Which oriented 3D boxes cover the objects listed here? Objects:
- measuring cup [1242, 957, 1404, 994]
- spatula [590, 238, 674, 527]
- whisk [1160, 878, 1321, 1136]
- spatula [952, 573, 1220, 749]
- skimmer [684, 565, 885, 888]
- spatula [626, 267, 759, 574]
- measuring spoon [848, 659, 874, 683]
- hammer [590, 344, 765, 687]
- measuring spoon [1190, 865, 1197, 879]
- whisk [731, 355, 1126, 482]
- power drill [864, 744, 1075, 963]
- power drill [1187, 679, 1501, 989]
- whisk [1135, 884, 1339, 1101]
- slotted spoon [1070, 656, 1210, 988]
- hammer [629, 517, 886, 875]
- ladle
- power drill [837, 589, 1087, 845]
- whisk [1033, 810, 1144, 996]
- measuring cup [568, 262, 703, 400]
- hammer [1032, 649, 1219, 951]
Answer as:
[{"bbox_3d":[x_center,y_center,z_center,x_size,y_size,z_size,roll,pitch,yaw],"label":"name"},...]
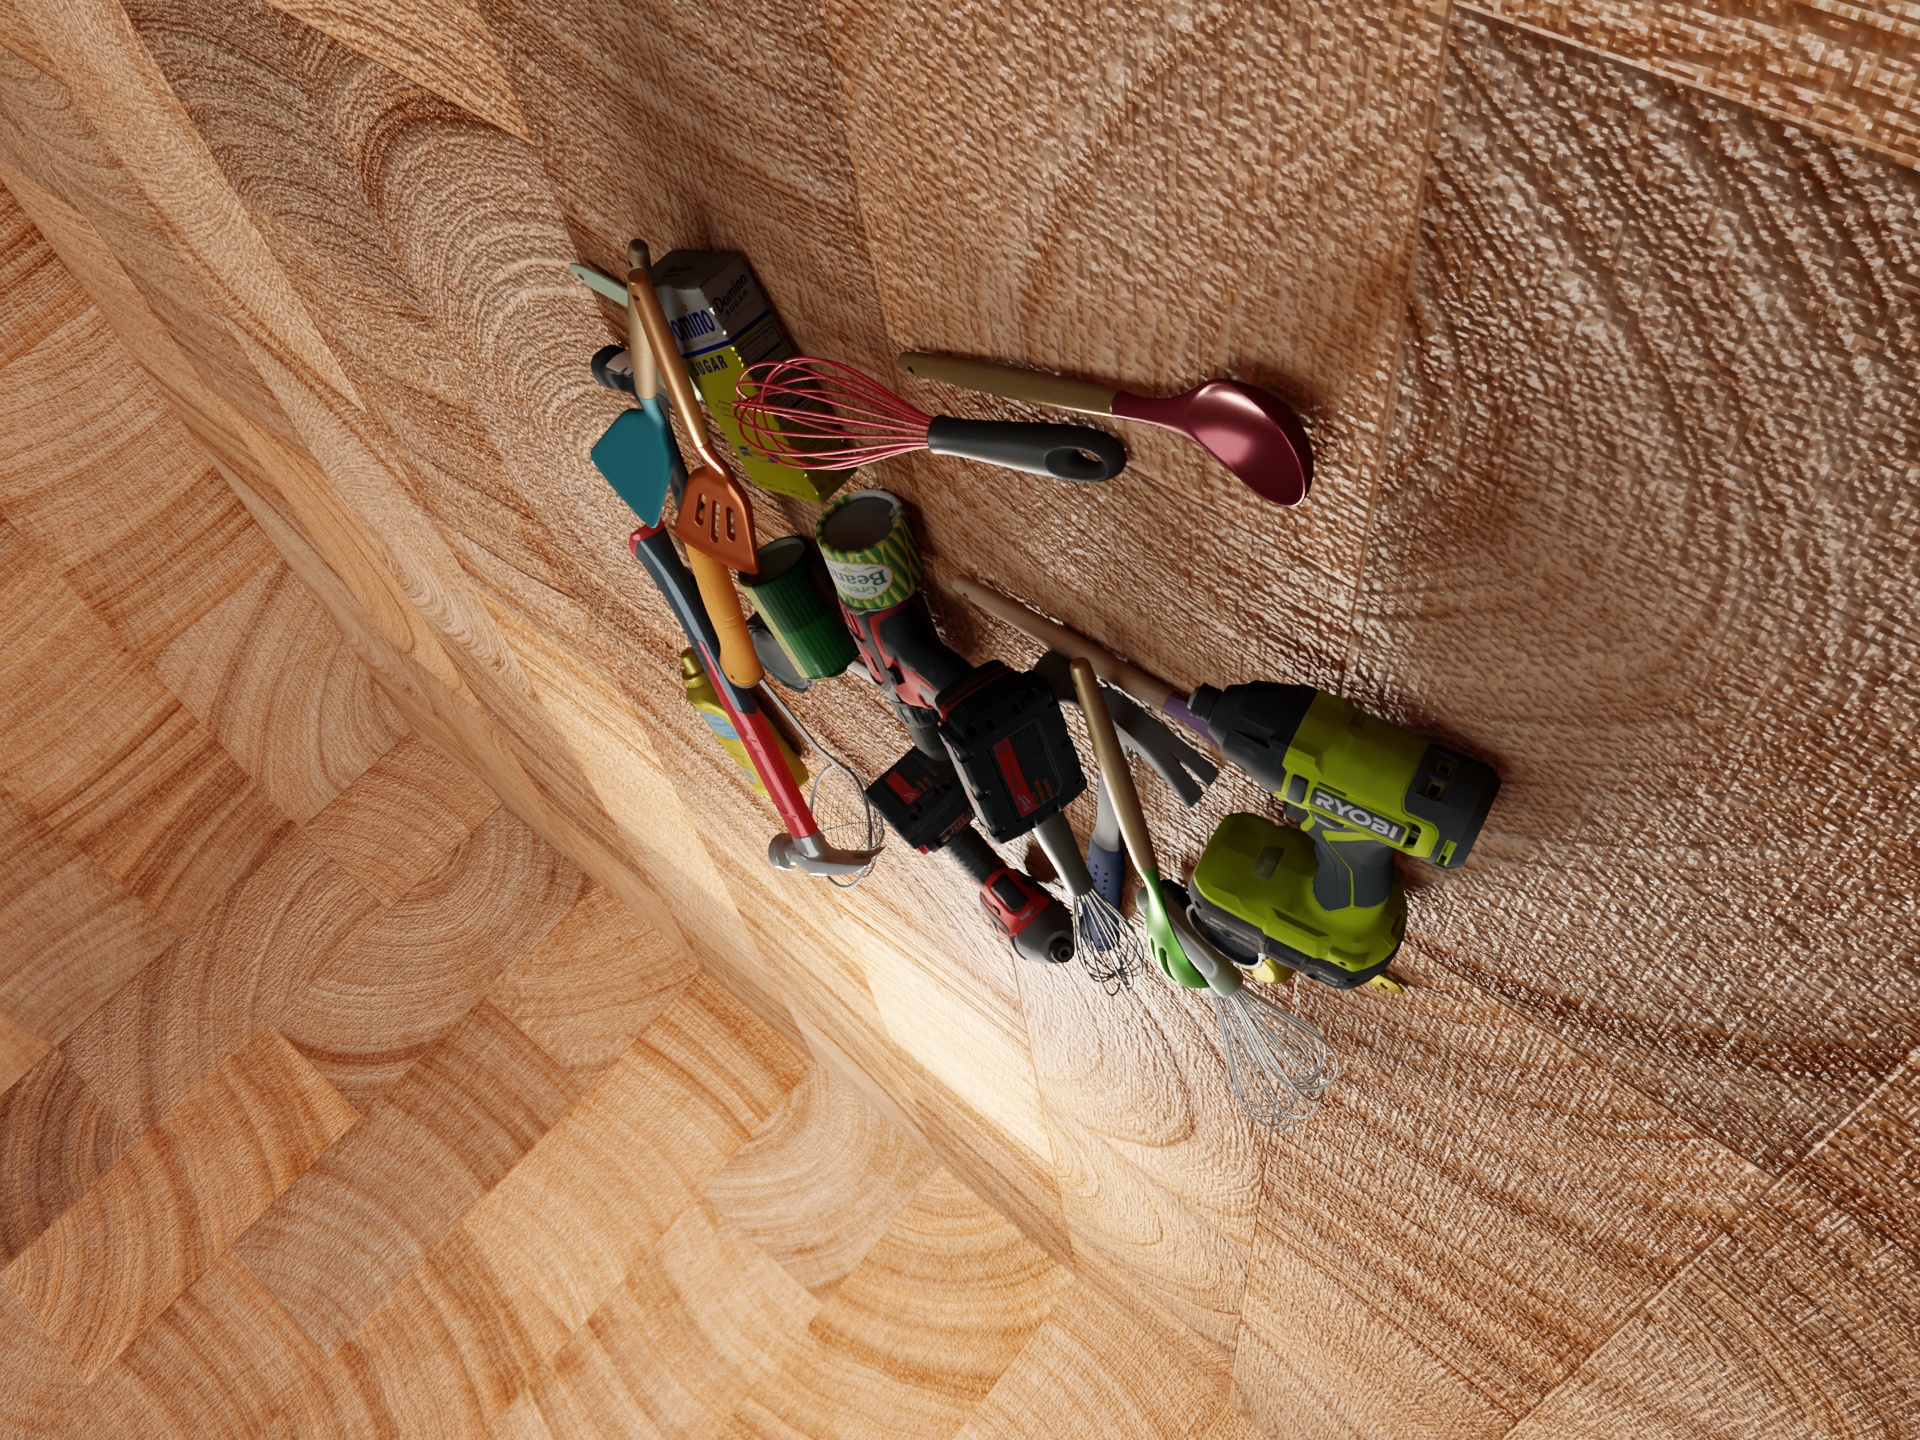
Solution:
[{"bbox_3d":[0.259,0.184,1.174,0.157,0.029,0.062,15,145,54],"label":"measuring cup"},{"bbox_3d":[-0.231,-0.240,1.129,0.082,0.044,0.317,49,162,7],"label":"spatula"},{"bbox_3d":[0.225,0.238,1.316,0.070,0.070,0.284,11,137,55],"label":"whisk"},{"bbox_3d":[0.118,-0.023,1.053,0.316,0.018,0.059,32,157,26],"label":"spatula"},{"bbox_3d":[-0.192,0.012,1.583,0.127,0.090,0.363,6,138,56],"label":"skimmer"},{"bbox_3d":[-0.195,-0.206,1.126,0.081,0.041,0.322,27,162,14],"label":"spatula"},{"bbox_3d":[-0.074,-0.030,1.391,0.124,0.018,0.034,31,156,32],"label":"measuring spoon"},{"bbox_3d":[-0.214,-0.152,1.332,0.127,0.034,0.336,30,148,34],"label":"hammer"},{"bbox_3d":[0.217,0.142,1.180,0.117,0.011,0.021,32,112,32],"label":"measuring spoon"},{"bbox_3d":[-0.028,-0.175,0.957,0.296,0.073,0.073,15,147,34],"label":"whisk"},{"bbox_3d":[0.021,0.128,1.411,0.219,0.078,0.143,50,175,-26],"label":"power drill"},{"bbox_3d":[0.209,0.064,0.950,0.171,0.080,0.223,25,152,16],"label":"power drill"},{"bbox_3d":[0.218,0.214,1.255,0.058,0.059,0.246,-29,114,35],"label":"whisk"},{"bbox_3d":[0.122,0.081,1.112,0.070,0.031,0.313,54,168,54],"label":"slotted spoon"},{"bbox_3d":[-0.201,-0.017,1.513,0.143,0.038,0.386,-3,120,44],"label":"hammer"},{"bbox_3d":[0.067,-0.171,0.850,0.316,0.031,0.069,25,150,45],"label":"ladle"},{"bbox_3d":[-0.002,-0.004,1.170,0.227,0.080,0.187,45,163,48],"label":"power drill"},{"bbox_3d":[0.093,0.132,1.259,0.055,0.055,0.238,20,145,47],"label":"whisk"},{"bbox_3d":[-0.237,-0.288,1.162,0.168,0.038,0.083,33,157,21],"label":"measuring cup"},{"bbox_3d":[0.119,0.093,1.249,0.144,0.035,0.405,36,158,21],"label":"hammer"}]
